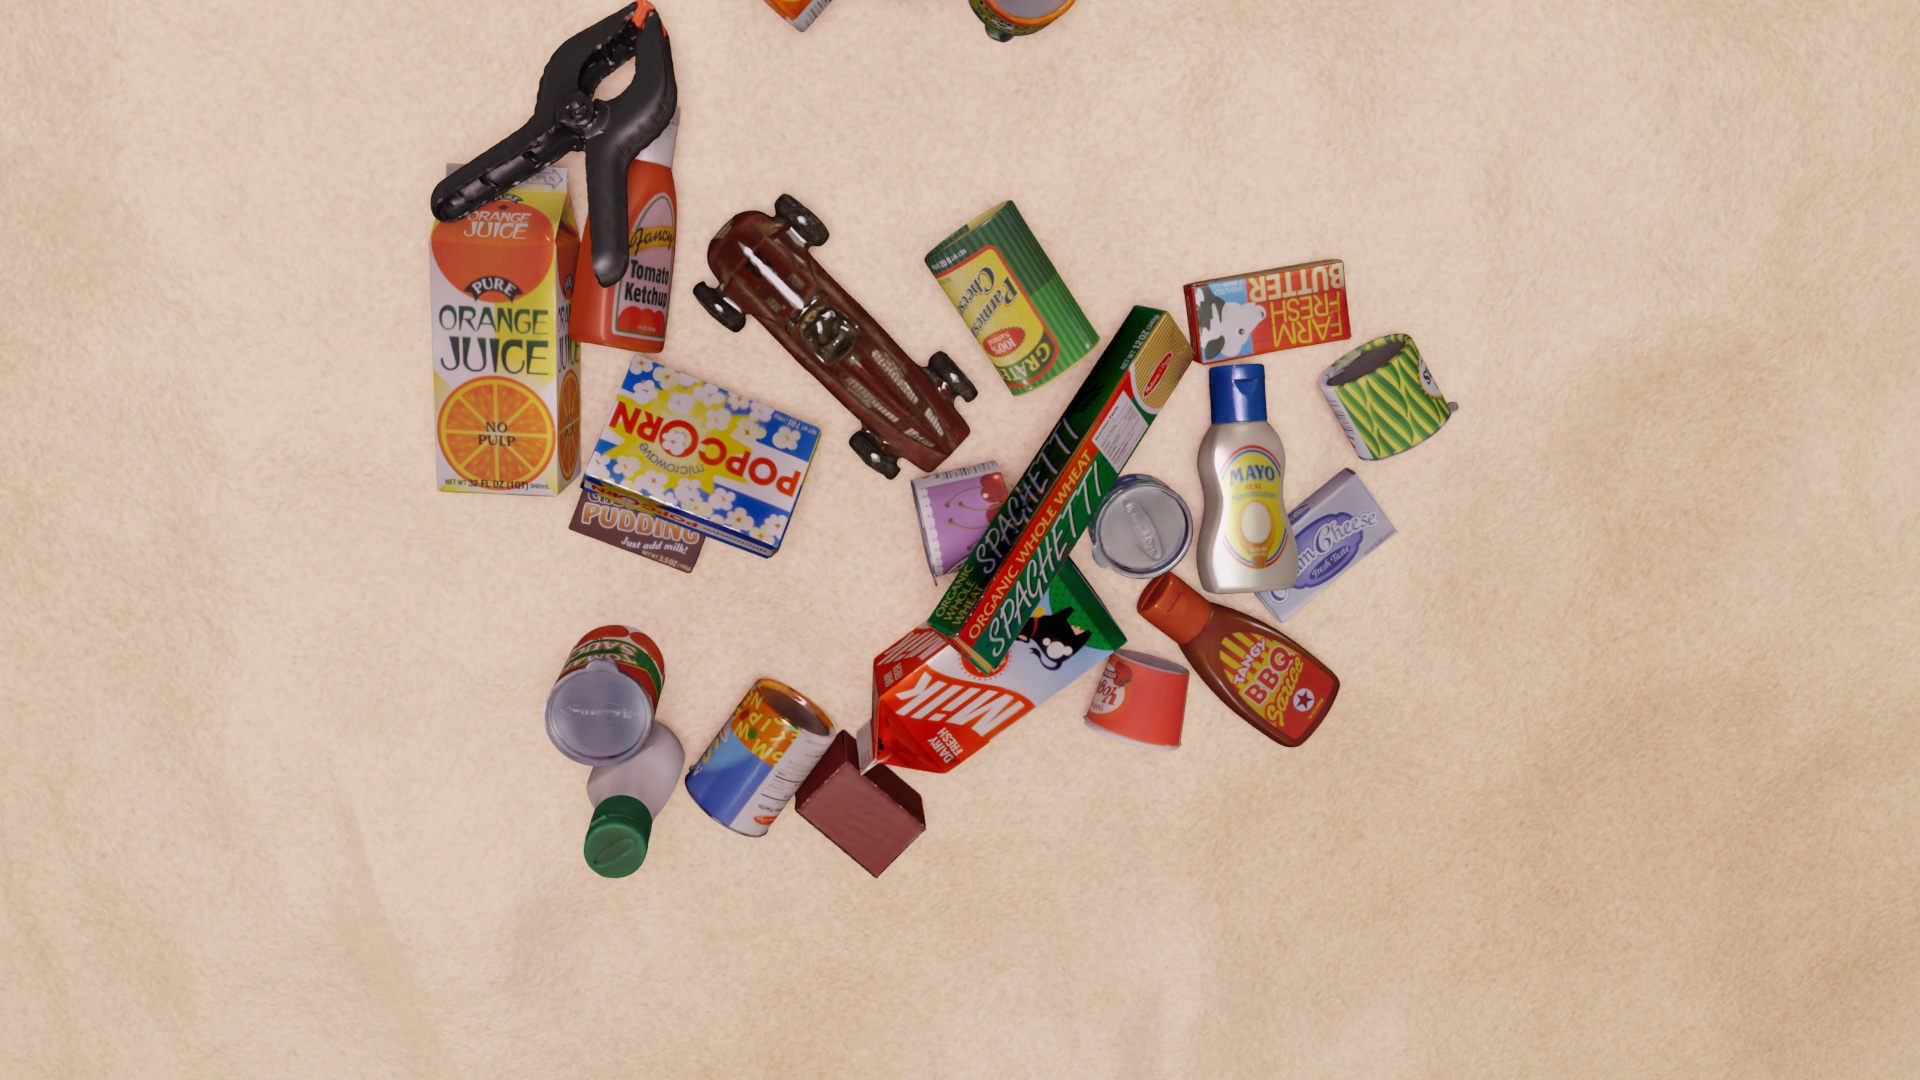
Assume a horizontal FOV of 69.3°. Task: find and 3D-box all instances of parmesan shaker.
[{"bbox_3d":[0.030,-0.150,0.866,0.071,0.071,0.103,-35,105,4],"label":"parmesan shaker"}]

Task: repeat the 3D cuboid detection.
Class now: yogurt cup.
[{"bbox_3d":[0.123,0.107,0.943,0.072,0.072,0.054,13,95,-9],"label":"yogurt cup"}]

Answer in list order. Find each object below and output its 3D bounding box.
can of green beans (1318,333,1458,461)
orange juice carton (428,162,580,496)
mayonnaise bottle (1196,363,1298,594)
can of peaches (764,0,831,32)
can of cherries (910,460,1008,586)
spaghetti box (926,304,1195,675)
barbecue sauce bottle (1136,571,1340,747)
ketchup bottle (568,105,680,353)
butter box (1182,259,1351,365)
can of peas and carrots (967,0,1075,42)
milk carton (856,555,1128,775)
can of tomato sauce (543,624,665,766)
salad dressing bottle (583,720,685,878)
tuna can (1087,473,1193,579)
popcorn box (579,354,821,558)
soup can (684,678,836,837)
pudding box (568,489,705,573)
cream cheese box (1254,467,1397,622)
[{"bbox_3d":[0.276,-0.094,0.905,0.071,0.071,0.057,-33,105,3],"label":"can of green beans"},{"bbox_3d":[-0.271,-0.127,0.833,0.072,0.073,0.192,2,104,-5],"label":"orange juice carton"},{"bbox_3d":[0.184,-0.040,0.909,0.065,0.041,0.148,-4,93,-8],"label":"mayonnaise bottle"},{"bbox_3d":[-0.098,-0.339,0.801,0.071,0.071,0.058,41,98,-14],"label":"can of peaches"},{"bbox_3d":[0.003,-0.011,0.896,0.058,0.071,0.071,-13,106,-4],"label":"can of cherries"},{"bbox_3d":[0.065,-0.034,0.864,0.250,0.029,0.050,-57,137,-12],"label":"spaghetti box"},{"bbox_3d":[0.187,0.077,0.951,0.148,0.043,0.065,37,84,-13],"label":"barbecue sauce bottle"},{"bbox_3d":[-0.197,-0.189,0.834,0.043,0.065,0.148,11,96,25],"label":"ketchup bottle"},{"bbox_3d":[0.200,-0.149,0.904,0.103,0.024,0.053,-10,105,-4],"label":"butter box"},{"bbox_3d":[0.036,-0.333,0.821,0.071,0.059,0.070,-1,105,-5],"label":"can of peas and carrots"},{"bbox_3d":[0.008,0.085,0.919,0.190,0.072,0.073,-36,106,4],"label":"milk carton"},{"bbox_3d":[-0.226,0.096,0.890,0.071,0.083,0.071,-2,105,-6],"label":"can of tomato sauce"},{"bbox_3d":[-0.209,0.161,0.876,0.064,0.148,0.044,-31,106,3],"label":"salad dressing bottle"},{"bbox_3d":[0.117,-0.009,0.927,0.071,0.033,0.071,-2,105,-6],"label":"tuna can"},{"bbox_3d":[-0.160,-0.051,0.865,0.127,0.038,0.085,21,72,-11],"label":"popcorn box"},{"bbox_3d":[-0.134,0.142,0.923,0.071,0.071,0.083,34,98,-13],"label":"soup can"},{"bbox_3d":[-0.202,-0.017,0.891,0.084,0.030,0.049,21,100,-11],"label":"pudding box"},{"bbox_3d":[0.241,0.004,0.948,0.104,0.024,0.053,-39,104,5],"label":"cream cheese box"}]
